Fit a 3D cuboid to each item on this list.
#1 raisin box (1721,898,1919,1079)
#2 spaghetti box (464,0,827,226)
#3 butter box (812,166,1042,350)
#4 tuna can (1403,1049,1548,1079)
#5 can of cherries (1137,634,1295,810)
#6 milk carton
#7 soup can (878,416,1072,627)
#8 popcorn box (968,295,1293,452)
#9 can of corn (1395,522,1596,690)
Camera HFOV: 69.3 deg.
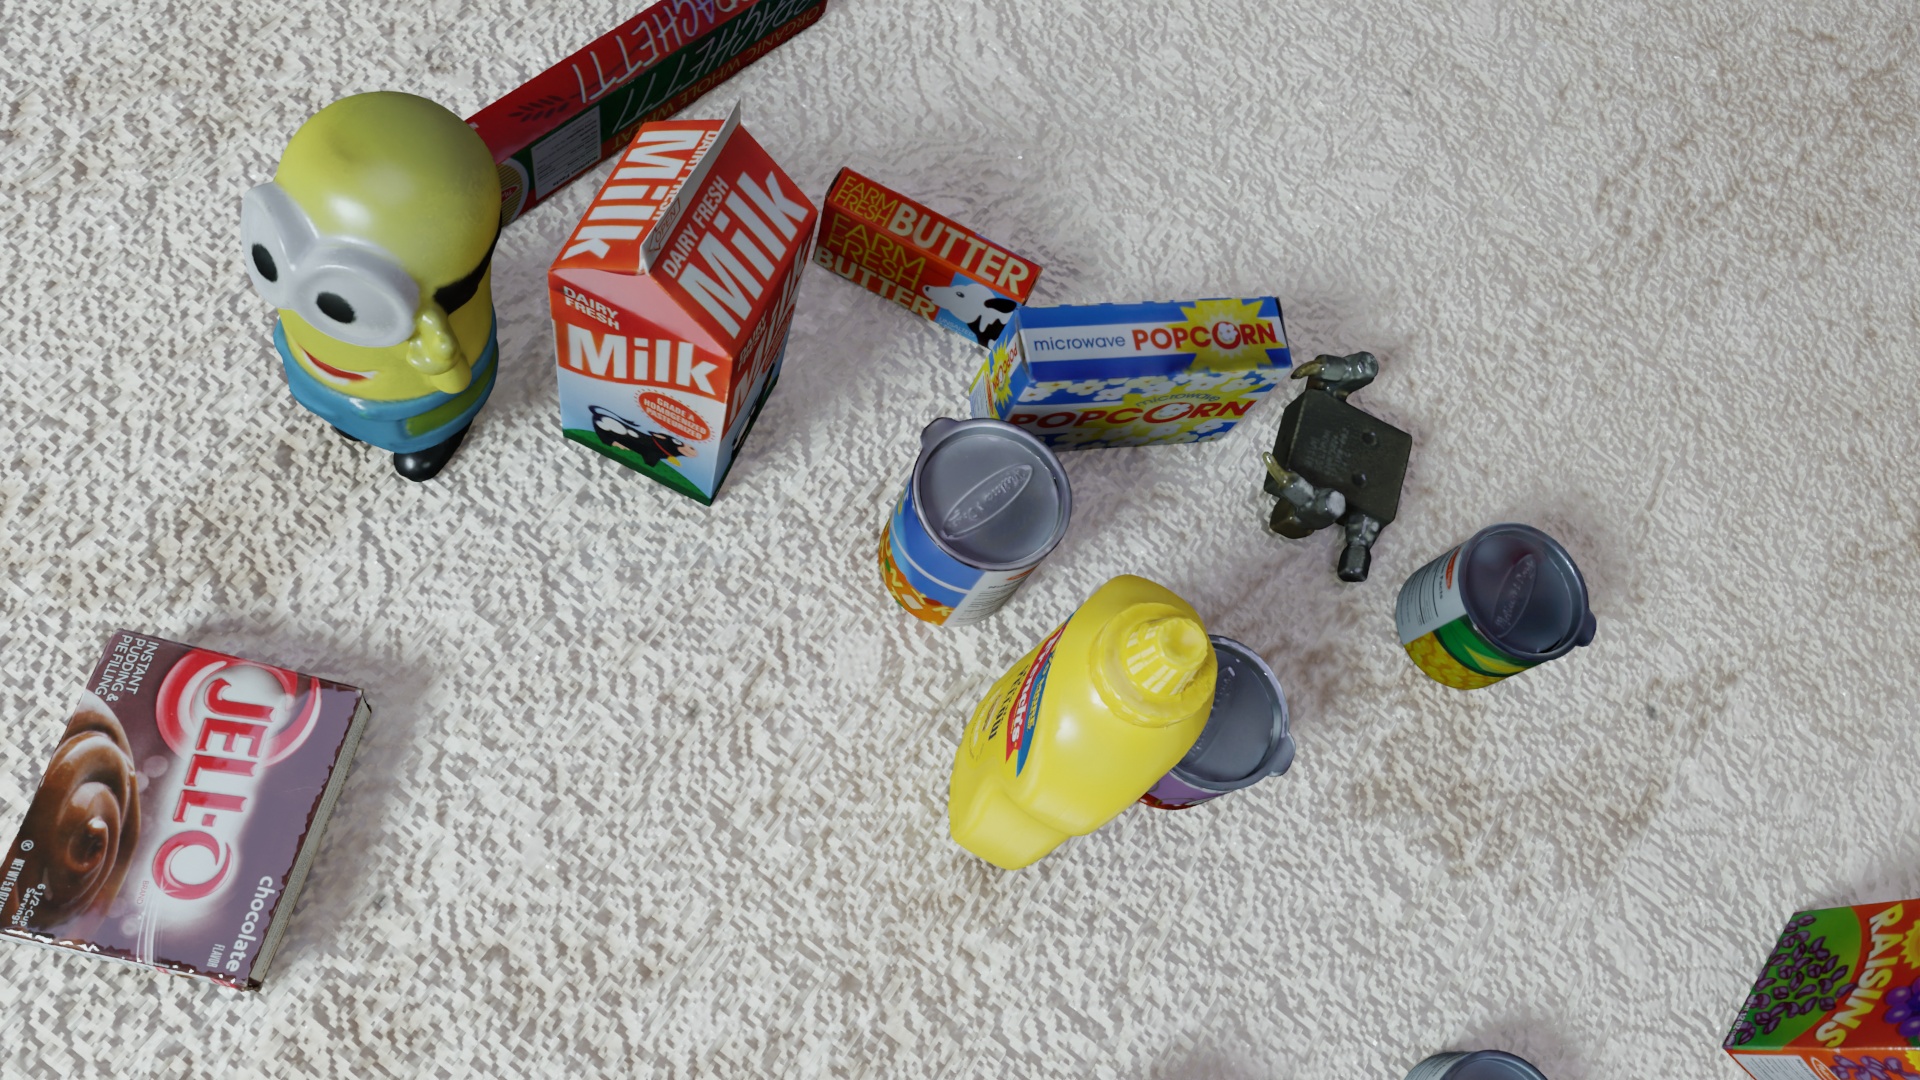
[{"bbox_3d":[0.401,0.198,0.594,0.040,0.123,0.086,44,66,4],"label":"raisin box"},{"bbox_3d":[-0.156,-0.212,0.647,0.029,0.050,0.251,45,66,5],"label":"spaghetti box"},{"bbox_3d":[-0.017,-0.130,0.649,0.103,0.053,0.024,27,66,-3],"label":"butter box"},{"bbox_3d":[0.218,0.249,0.577,0.071,0.032,0.071,5,69,-13],"label":"tuna can"},{"bbox_3d":[0.100,0.081,0.597,0.071,0.058,0.072,5,69,-13],"label":"can of cherries"},{"bbox_3d":[-0.108,-0.089,0.536,0.073,0.189,0.072,26,66,-4],"label":"milk carton"},{"bbox_3d":[0.002,-0.007,0.591,0.071,0.083,0.071,5,69,-13],"label":"soup can"},{"bbox_3d":[0.075,-0.074,0.634,0.127,0.085,0.038,-5,72,-16],"label":"popcorn box"},{"bbox_3d":[0.250,0.034,0.653,0.071,0.058,0.071,5,69,-13],"label":"can of corn"}]
